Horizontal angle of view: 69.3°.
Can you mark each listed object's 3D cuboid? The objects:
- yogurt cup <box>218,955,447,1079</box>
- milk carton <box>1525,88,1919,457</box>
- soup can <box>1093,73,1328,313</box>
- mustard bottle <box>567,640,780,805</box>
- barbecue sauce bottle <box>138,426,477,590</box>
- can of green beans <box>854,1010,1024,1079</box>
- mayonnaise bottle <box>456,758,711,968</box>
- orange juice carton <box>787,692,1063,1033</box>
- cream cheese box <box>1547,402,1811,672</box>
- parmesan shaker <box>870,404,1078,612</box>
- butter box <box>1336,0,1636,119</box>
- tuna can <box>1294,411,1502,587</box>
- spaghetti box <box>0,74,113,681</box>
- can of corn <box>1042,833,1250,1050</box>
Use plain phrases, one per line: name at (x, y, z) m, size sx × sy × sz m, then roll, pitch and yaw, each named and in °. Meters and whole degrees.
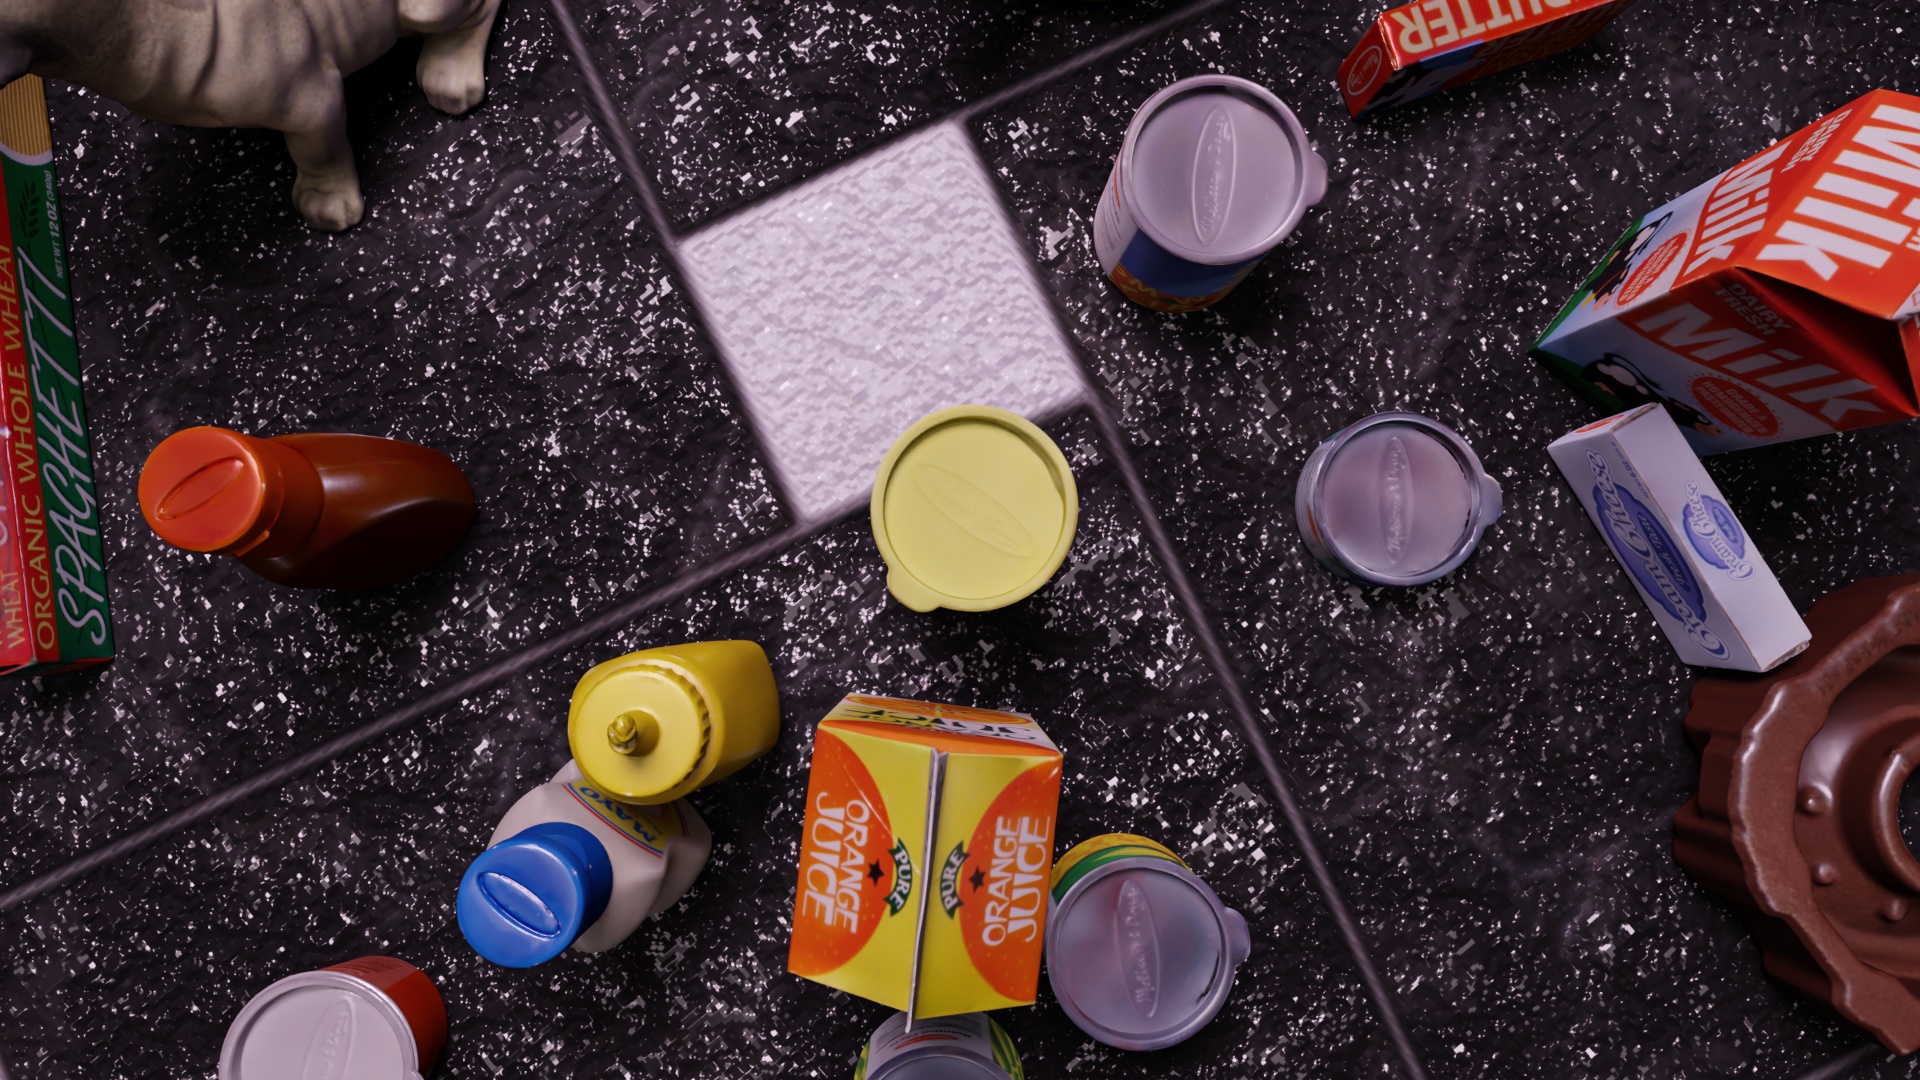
yogurt cup at (-0.221, 0.184, 0.502) m, size 0.072 × 0.054 × 0.072 m, roll 0°, pitch 87°, yaw -1°
milk carton at (0.274, -0.082, 0.459) m, size 0.073 × 0.190 × 0.072 m, roll 40°, pitch 87°, yaw 1°
soup can at (0.089, -0.123, 0.511) m, size 0.071 × 0.083 × 0.071 m, roll 0°, pitch 87°, yaw -1°
mustard bottle at (-0.098, 0.060, 0.458) m, size 0.065 × 0.160 × 0.049 m, roll -11°, pitch 88°, yaw -2°
barbecue sauce bottle at (-0.216, -0.011, 0.466) m, size 0.065 × 0.148 × 0.043 m, roll -34°, pitch 88°, yaw -2°
can of green beans at (-0.008, 0.208, 0.503) m, size 0.071 × 0.058 × 0.071 m, roll 0°, pitch 87°, yaw -1°
mayonnaise bottle at (-0.124, 0.105, 0.461) m, size 0.065 × 0.148 × 0.041 m, roll 36°, pitch 87°, yaw 1°
orange juice carton at (-0.011, 0.093, 0.442) m, size 0.073 × 0.192 × 0.072 m, roll 7°, pitch 87°, yaw -1°
cream cheese box at (0.268, -0.001, 0.523) m, size 0.024 × 0.053 × 0.104 m, roll -32°, pitch 88°, yaw -2°
parmesan shaker at (0.002, -0.006, 0.493) m, size 0.071 × 0.103 × 0.071 m, roll 0°, pitch 87°, yaw -1°
butter box at (0.202, -0.196, 0.534) m, size 0.103 × 0.053 × 0.024 m, roll -19°, pitch 88°, yaw -2°
tuna can at (0.166, -0.015, 0.532) m, size 0.071 × 0.033 × 0.071 m, roll 0°, pitch 87°, yaw -1°
spaghetti box at (-0.356, -0.073, 0.516) m, size 0.029 × 0.050 × 0.250 m, roll -9°, pitch 87°, yaw -1°
can of corn at (0.065, 0.144, 0.508) m, size 0.071 × 0.058 × 0.071 m, roll 0°, pitch 87°, yaw -1°
